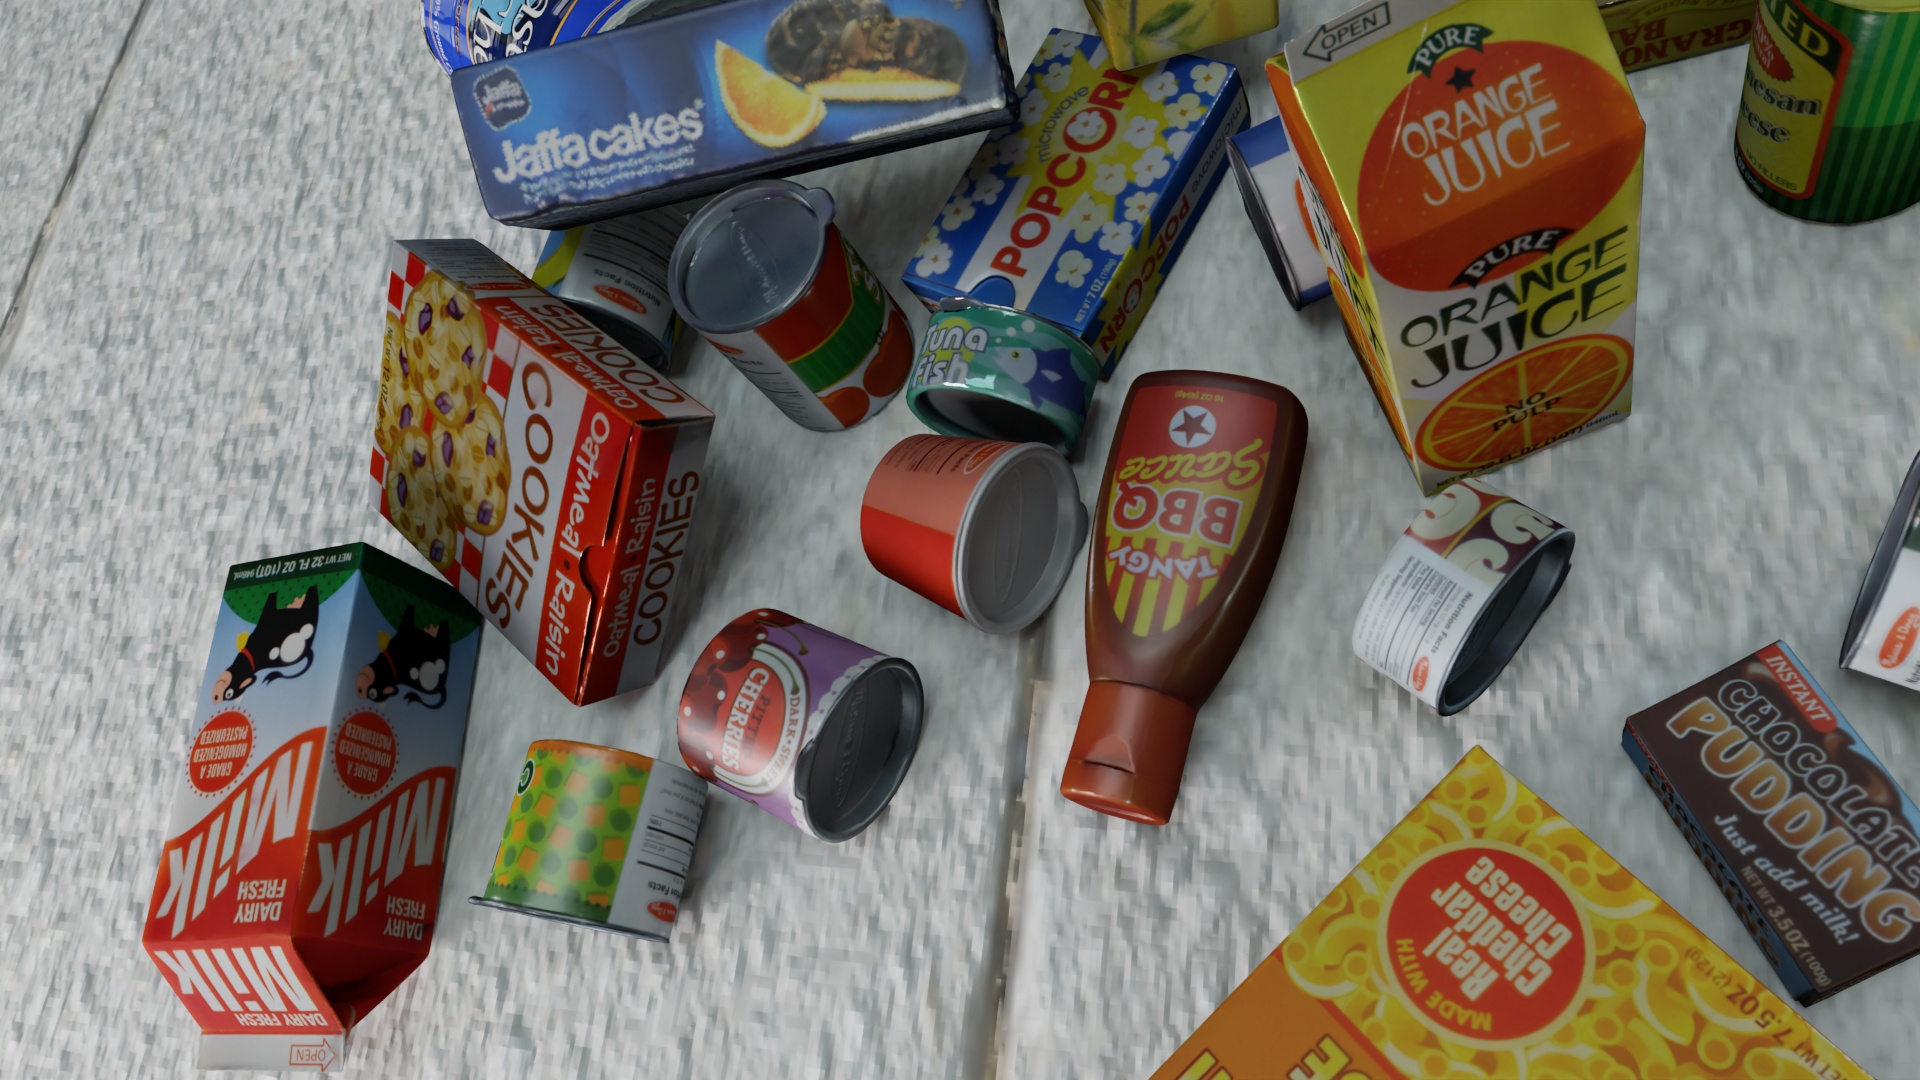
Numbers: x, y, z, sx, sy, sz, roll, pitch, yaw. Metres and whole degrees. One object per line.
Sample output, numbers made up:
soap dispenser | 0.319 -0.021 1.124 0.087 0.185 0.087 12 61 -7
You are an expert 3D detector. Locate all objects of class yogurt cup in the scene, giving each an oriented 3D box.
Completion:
yogurt cup | 0.002 -0.006 0.490 0.054 0.072 0.072 17 75 36

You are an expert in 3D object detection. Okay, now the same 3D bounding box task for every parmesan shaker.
parmesan shaker | 0.274 -0.148 0.415 0.071 0.103 0.071 -9 64 19

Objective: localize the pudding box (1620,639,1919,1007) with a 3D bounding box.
pudding box | 0.227 0.076 0.377 0.049 0.030 0.084 -28 60 8

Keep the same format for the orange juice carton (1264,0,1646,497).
orange juice carton | 0.142 -0.092 0.393 0.072 0.192 0.073 -23 60 13

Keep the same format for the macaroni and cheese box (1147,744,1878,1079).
macaroni and cheese box | 0.131 0.158 0.375 0.166 0.040 0.124 -45 58 -1

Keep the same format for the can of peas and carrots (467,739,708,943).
can of peas and carrots | -0.130 0.106 0.492 0.071 0.071 0.059 3 68 24

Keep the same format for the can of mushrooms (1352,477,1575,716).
can of mushrooms | 0.152 0.016 0.417 0.033 0.071 0.071 37 85 32

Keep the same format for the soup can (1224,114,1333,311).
soup can | 0.143 -0.128 0.485 0.083 0.071 0.071 -23 61 11

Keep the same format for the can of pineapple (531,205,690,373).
can of pineapple | -0.149 -0.111 0.599 0.071 0.071 0.058 7 70 25

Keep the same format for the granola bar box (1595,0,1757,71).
granola bar box | 0.214 -0.247 0.522 0.124 0.039 0.166 -10 64 19

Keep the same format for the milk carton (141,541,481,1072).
milk carton | -0.250 0.104 0.540 0.072 0.073 0.191 -8 65 20

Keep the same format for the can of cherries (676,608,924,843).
can of cherries | -0.056 0.062 0.478 0.058 0.071 0.071 19 76 29

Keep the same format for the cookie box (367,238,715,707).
cookie box | -0.174 -0.031 0.552 0.168 0.040 0.122 35 121 31

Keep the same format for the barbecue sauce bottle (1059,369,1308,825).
barbecue sauce bottle | 0.070 0.018 0.462 0.065 0.043 0.149 9 72 25

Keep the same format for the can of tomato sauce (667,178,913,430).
can of tomato sauce | -0.062 -0.091 0.542 0.071 0.083 0.071 -9 65 19

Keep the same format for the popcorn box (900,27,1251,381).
popcorn box | 0.046 -0.134 0.543 0.085 0.038 0.127 24 78 28

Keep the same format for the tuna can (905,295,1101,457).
tuna can | 0.014 -0.057 0.503 0.071 0.071 0.033 10 73 26

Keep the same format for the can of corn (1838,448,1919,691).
can of corn | 0.276 0.011 0.366 0.058 0.071 0.071 21 77 28
